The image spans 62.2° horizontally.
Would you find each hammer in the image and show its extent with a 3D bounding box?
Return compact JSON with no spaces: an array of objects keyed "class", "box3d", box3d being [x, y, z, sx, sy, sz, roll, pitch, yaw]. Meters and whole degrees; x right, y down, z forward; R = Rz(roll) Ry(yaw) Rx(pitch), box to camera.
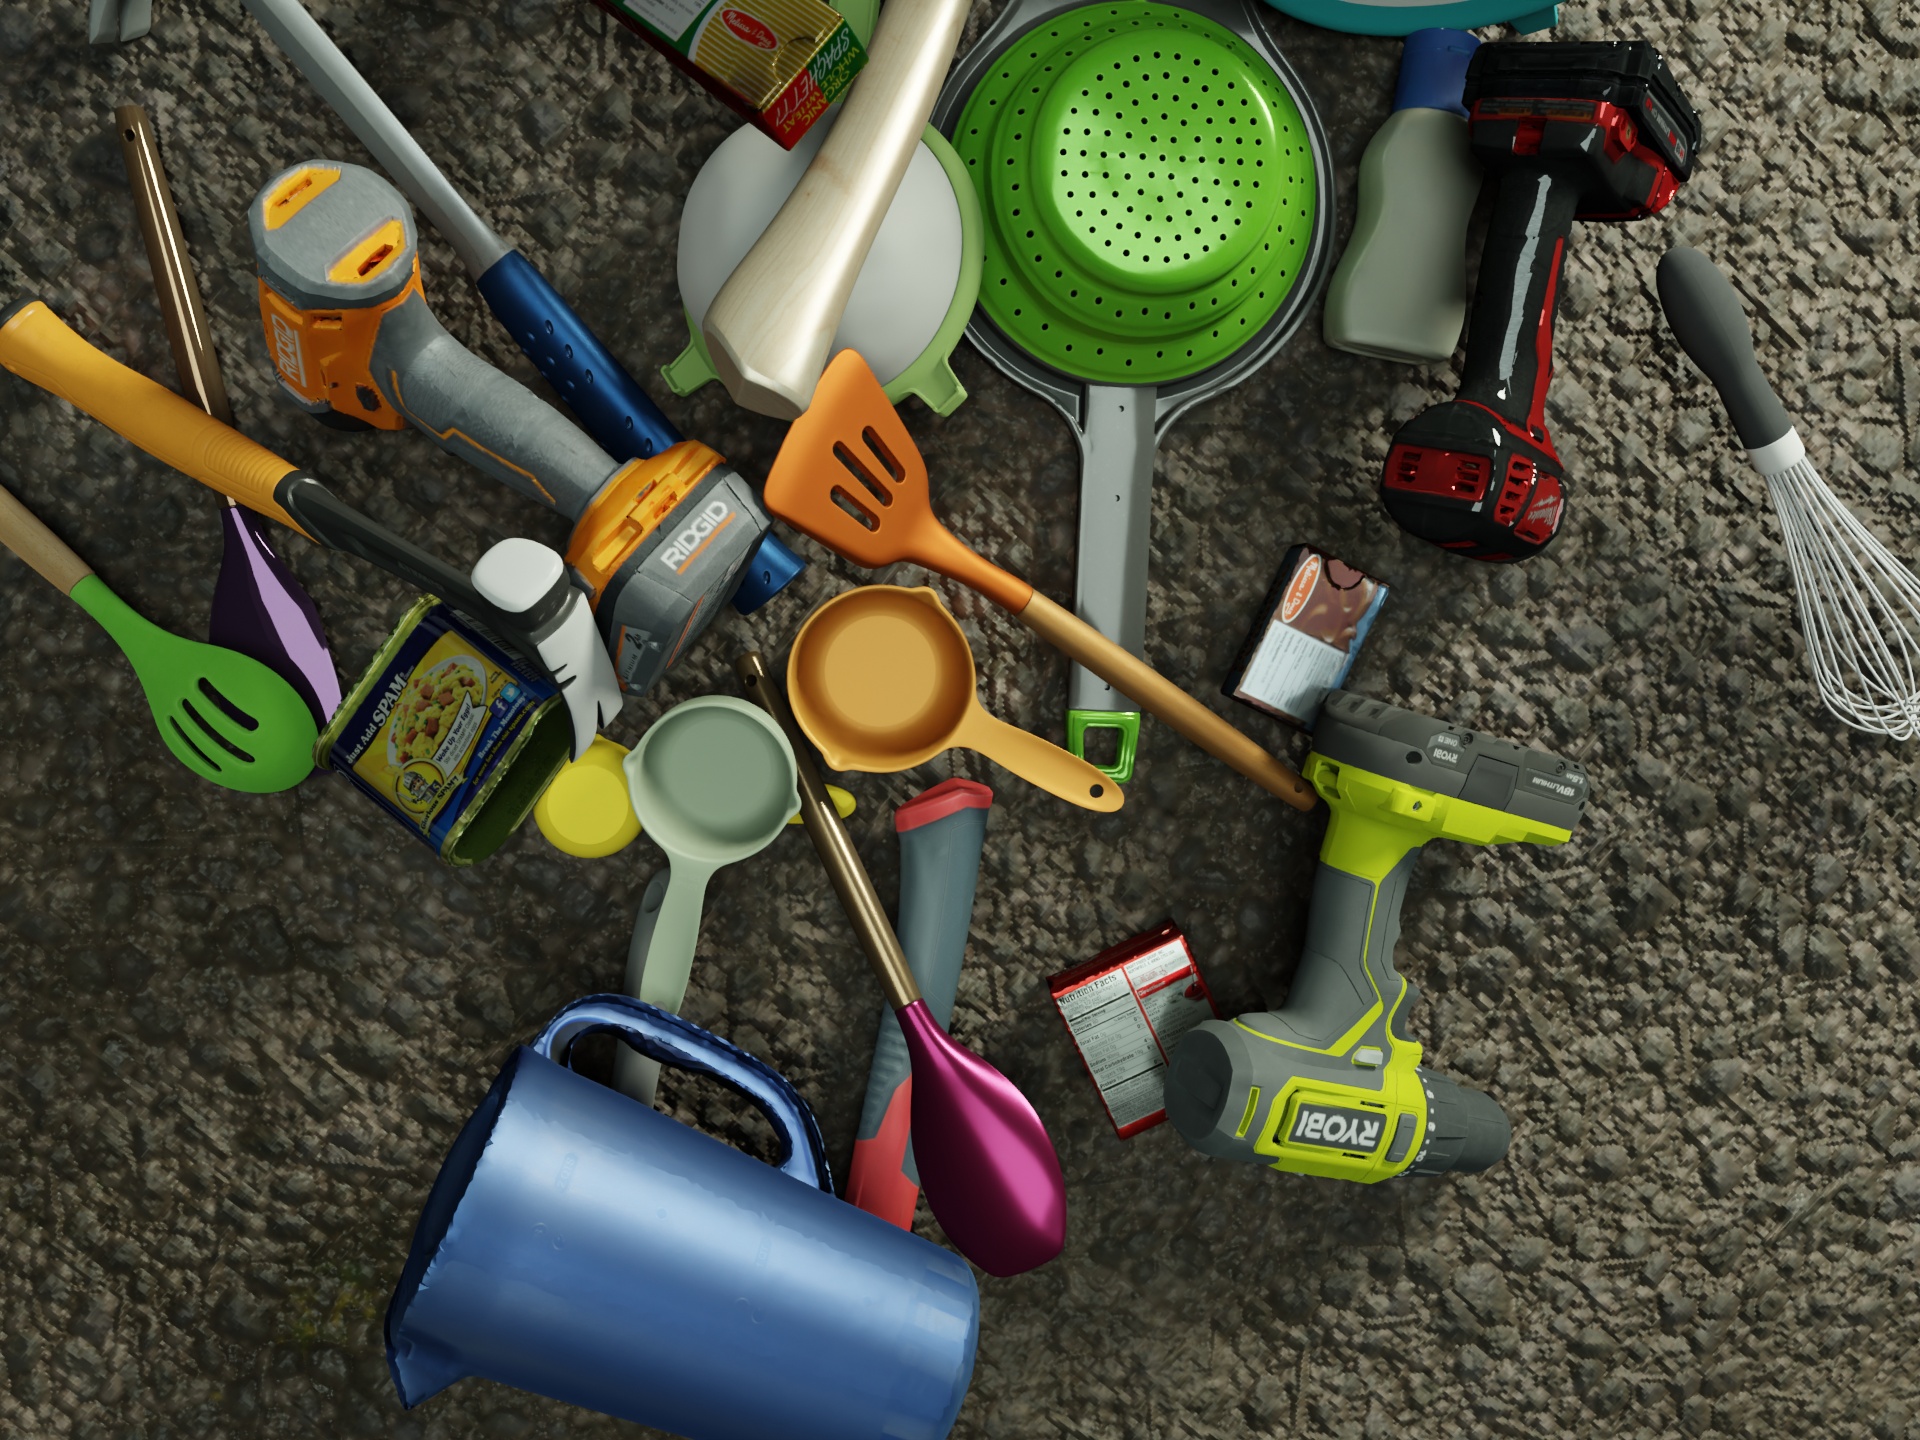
[{"class":"hammer","box3d":[-0.220,-0.210,0.716,0.144,0.035,0.405,-32,105,31]},{"class":"hammer","box3d":[-0.290,-0.096,0.684,0.337,0.127,0.034,29,65,17]},{"class":"hammer","box3d":[-0.002,-0.309,0.674,0.146,0.038,0.411,21,76,-9]},{"class":"hammer","box3d":[-0.021,0.222,0.794,0.143,0.038,0.386,11,95,-6]}]

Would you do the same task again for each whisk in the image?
[{"class":"whisk","box3d":[0.402,-0.104,0.759,0.070,0.070,0.284,-36,106,1]},{"class":"whisk","box3d":[-0.163,0.189,0.780,0.055,0.055,0.239,11,91,-5]}]

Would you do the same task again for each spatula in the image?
[{"class":"spatula","box3d":[-0.347,-0.125,0.743,0.060,0.018,0.316,-11,98,3]},{"class":"spatula","box3d":[0.051,-0.041,0.719,0.322,0.041,0.081,33,72,-22]}]

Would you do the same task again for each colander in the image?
[{"class":"colander","box3d":[0.079,-0.163,0.729,0.204,0.094,0.397,2,96,-4]}]

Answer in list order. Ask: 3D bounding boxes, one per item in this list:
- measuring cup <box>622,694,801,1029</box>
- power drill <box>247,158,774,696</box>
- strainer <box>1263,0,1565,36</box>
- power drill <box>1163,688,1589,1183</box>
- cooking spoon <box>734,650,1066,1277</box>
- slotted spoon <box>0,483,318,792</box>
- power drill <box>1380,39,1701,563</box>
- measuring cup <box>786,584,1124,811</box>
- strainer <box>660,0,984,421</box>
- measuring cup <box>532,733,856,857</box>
[{"class":"measuring cup","box3d":[-0.125,0.067,0.749,0.083,0.038,0.167,14,104,-5]},{"class":"power drill","box3d":[-0.199,-0.114,0.682,0.226,0.164,0.084,40,66,-4]},{"class":"strainer","box3d":[0.148,-0.389,0.650,0.340,0.211,0.095,2,81,-12]},{"class":"power drill","box3d":[0.215,0.114,0.770,0.190,0.080,0.228,15,96,-25]},{"class":"cooking spoon","box3d":[-0.036,0.111,0.753,0.069,0.017,0.319,-28,82,16]},{"class":"slotted spoon","box3d":[-0.426,-0.078,0.734,0.313,0.031,0.070,43,109,-4]},{"class":"power drill","box3d":[0.262,-0.181,0.727,0.079,0.143,0.219,17,97,36]},{"class":"measuring cup","box3d":[-0.001,-0.002,0.765,0.173,0.052,0.095,28,94,-8]},{"class":"strainer","box3d":[-0.063,-0.262,0.697,0.151,0.069,0.256,9,95,19]},{"class":"measuring cup","box3d":[-0.129,0.040,0.770,0.156,0.029,0.062,2,96,-3]}]
